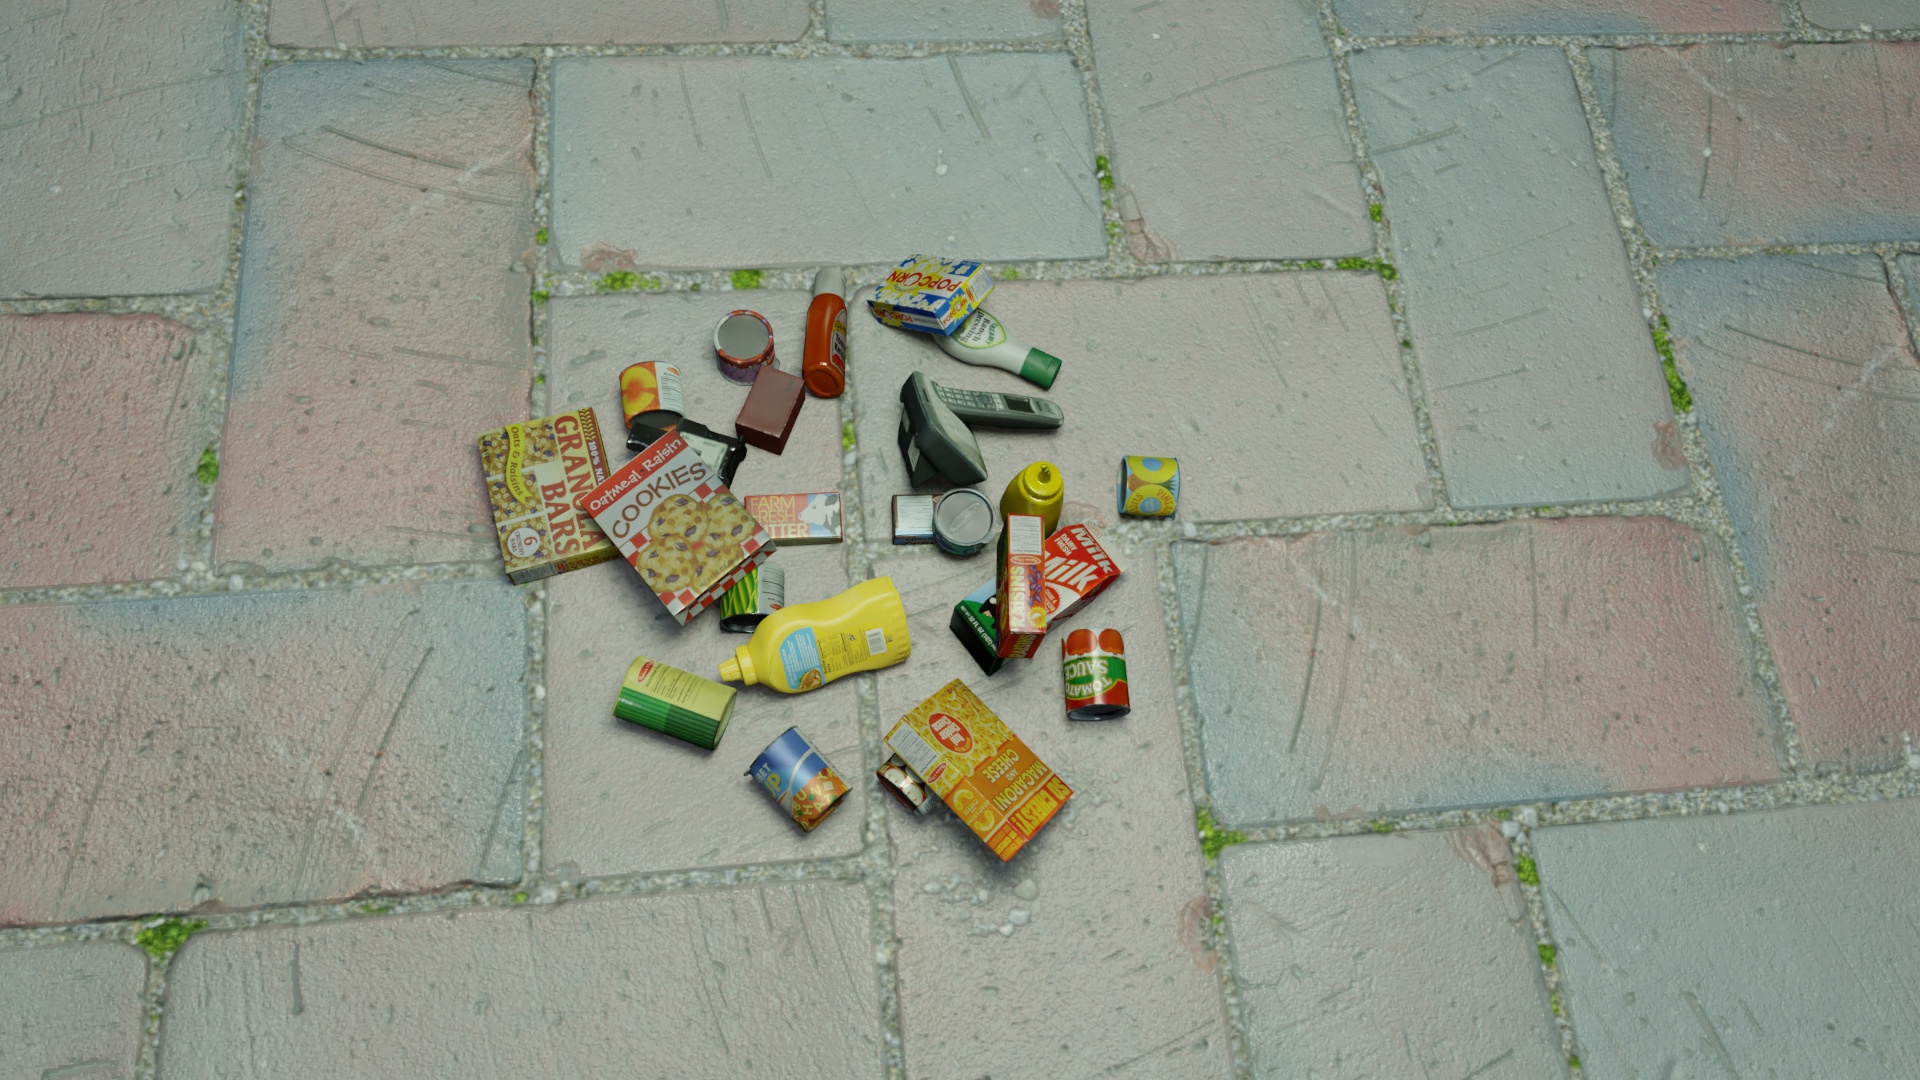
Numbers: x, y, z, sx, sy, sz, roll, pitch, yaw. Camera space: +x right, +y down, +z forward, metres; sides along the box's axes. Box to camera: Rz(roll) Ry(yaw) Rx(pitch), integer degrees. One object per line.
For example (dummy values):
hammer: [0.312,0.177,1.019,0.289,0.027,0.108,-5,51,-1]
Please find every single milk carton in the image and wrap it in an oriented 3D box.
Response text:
milk carton: [0.085,0.053,1.456,0.191,0.073,0.072,-34,76,-17]

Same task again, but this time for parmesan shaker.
parmesan shaker: [-0.283,0.164,1.378,0.103,0.071,0.071,20,68,1]

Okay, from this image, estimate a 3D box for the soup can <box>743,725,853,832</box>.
soup can: [-0.159,0.236,1.363,0.071,0.071,0.084,-42,78,-18]

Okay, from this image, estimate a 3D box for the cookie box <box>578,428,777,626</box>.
cookie box: [-0.286,-0.015,1.406,0.123,0.040,0.168,-39,71,-12]

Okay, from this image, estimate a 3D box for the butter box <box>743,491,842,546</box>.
butter box: [-0.179,-0.022,1.484,0.103,0.024,0.053,-2,70,-7]

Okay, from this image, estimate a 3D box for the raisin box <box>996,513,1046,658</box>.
raisin box: [0.059,0.046,1.369,0.040,0.085,0.124,3,68,-7]

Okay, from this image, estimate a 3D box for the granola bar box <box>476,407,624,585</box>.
granola bar box: [-0.429,-0.049,1.461,0.124,0.039,0.166,-15,71,-11]

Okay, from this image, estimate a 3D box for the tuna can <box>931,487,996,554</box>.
tuna can: [0.005,-0.018,1.463,0.071,0.032,0.071,2,69,-5]

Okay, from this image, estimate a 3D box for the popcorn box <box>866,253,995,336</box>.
popcorn box: [-0.034,-0.276,1.552,0.127,0.038,0.085,20,61,46]

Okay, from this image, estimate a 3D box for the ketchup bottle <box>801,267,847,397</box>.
ketchup bottle: [-0.150,-0.236,1.553,0.043,0.064,0.149,-7,60,12]

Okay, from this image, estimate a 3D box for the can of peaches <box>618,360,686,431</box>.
can of peaches: [-0.334,-0.152,1.499,0.071,0.071,0.058,-9,71,-9]

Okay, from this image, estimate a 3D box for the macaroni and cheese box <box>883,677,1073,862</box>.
macaroni and cheese box: [0.020,0.222,1.365,0.166,0.040,0.124,44,27,11]

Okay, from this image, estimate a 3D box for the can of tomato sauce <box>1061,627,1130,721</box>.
can of tomato sauce: [0.138,0.138,1.430,0.071,0.071,0.083,-1,69,-6]

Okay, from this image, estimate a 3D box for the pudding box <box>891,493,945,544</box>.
pudding box: [-0.032,-0.023,1.496,0.084,0.030,0.050,-2,68,-7]

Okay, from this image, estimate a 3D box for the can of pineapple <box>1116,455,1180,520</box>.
can of pineapple: [0.204,-0.058,1.514,0.058,0.070,0.071,3,69,-4]

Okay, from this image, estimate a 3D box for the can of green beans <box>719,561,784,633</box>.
can of green beans: [-0.214,0.059,1.427,0.071,0.071,0.058,-1,69,-6]

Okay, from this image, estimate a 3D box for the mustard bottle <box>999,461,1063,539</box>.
mustard bottle: [0.079,-0.045,1.447,0.049,0.159,0.065,-28,76,-16]

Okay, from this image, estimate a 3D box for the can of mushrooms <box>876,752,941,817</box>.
can of mushrooms: [-0.051,0.239,1.374,0.071,0.070,0.033,41,72,10]

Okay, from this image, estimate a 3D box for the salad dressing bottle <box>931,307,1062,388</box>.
salad dressing bottle: [0.042,-0.219,1.573,0.148,0.043,0.064,26,66,4]

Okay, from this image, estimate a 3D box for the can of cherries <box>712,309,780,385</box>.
can of cherries: [-0.236,-0.213,1.534,0.071,0.058,0.072,2,69,-5]
